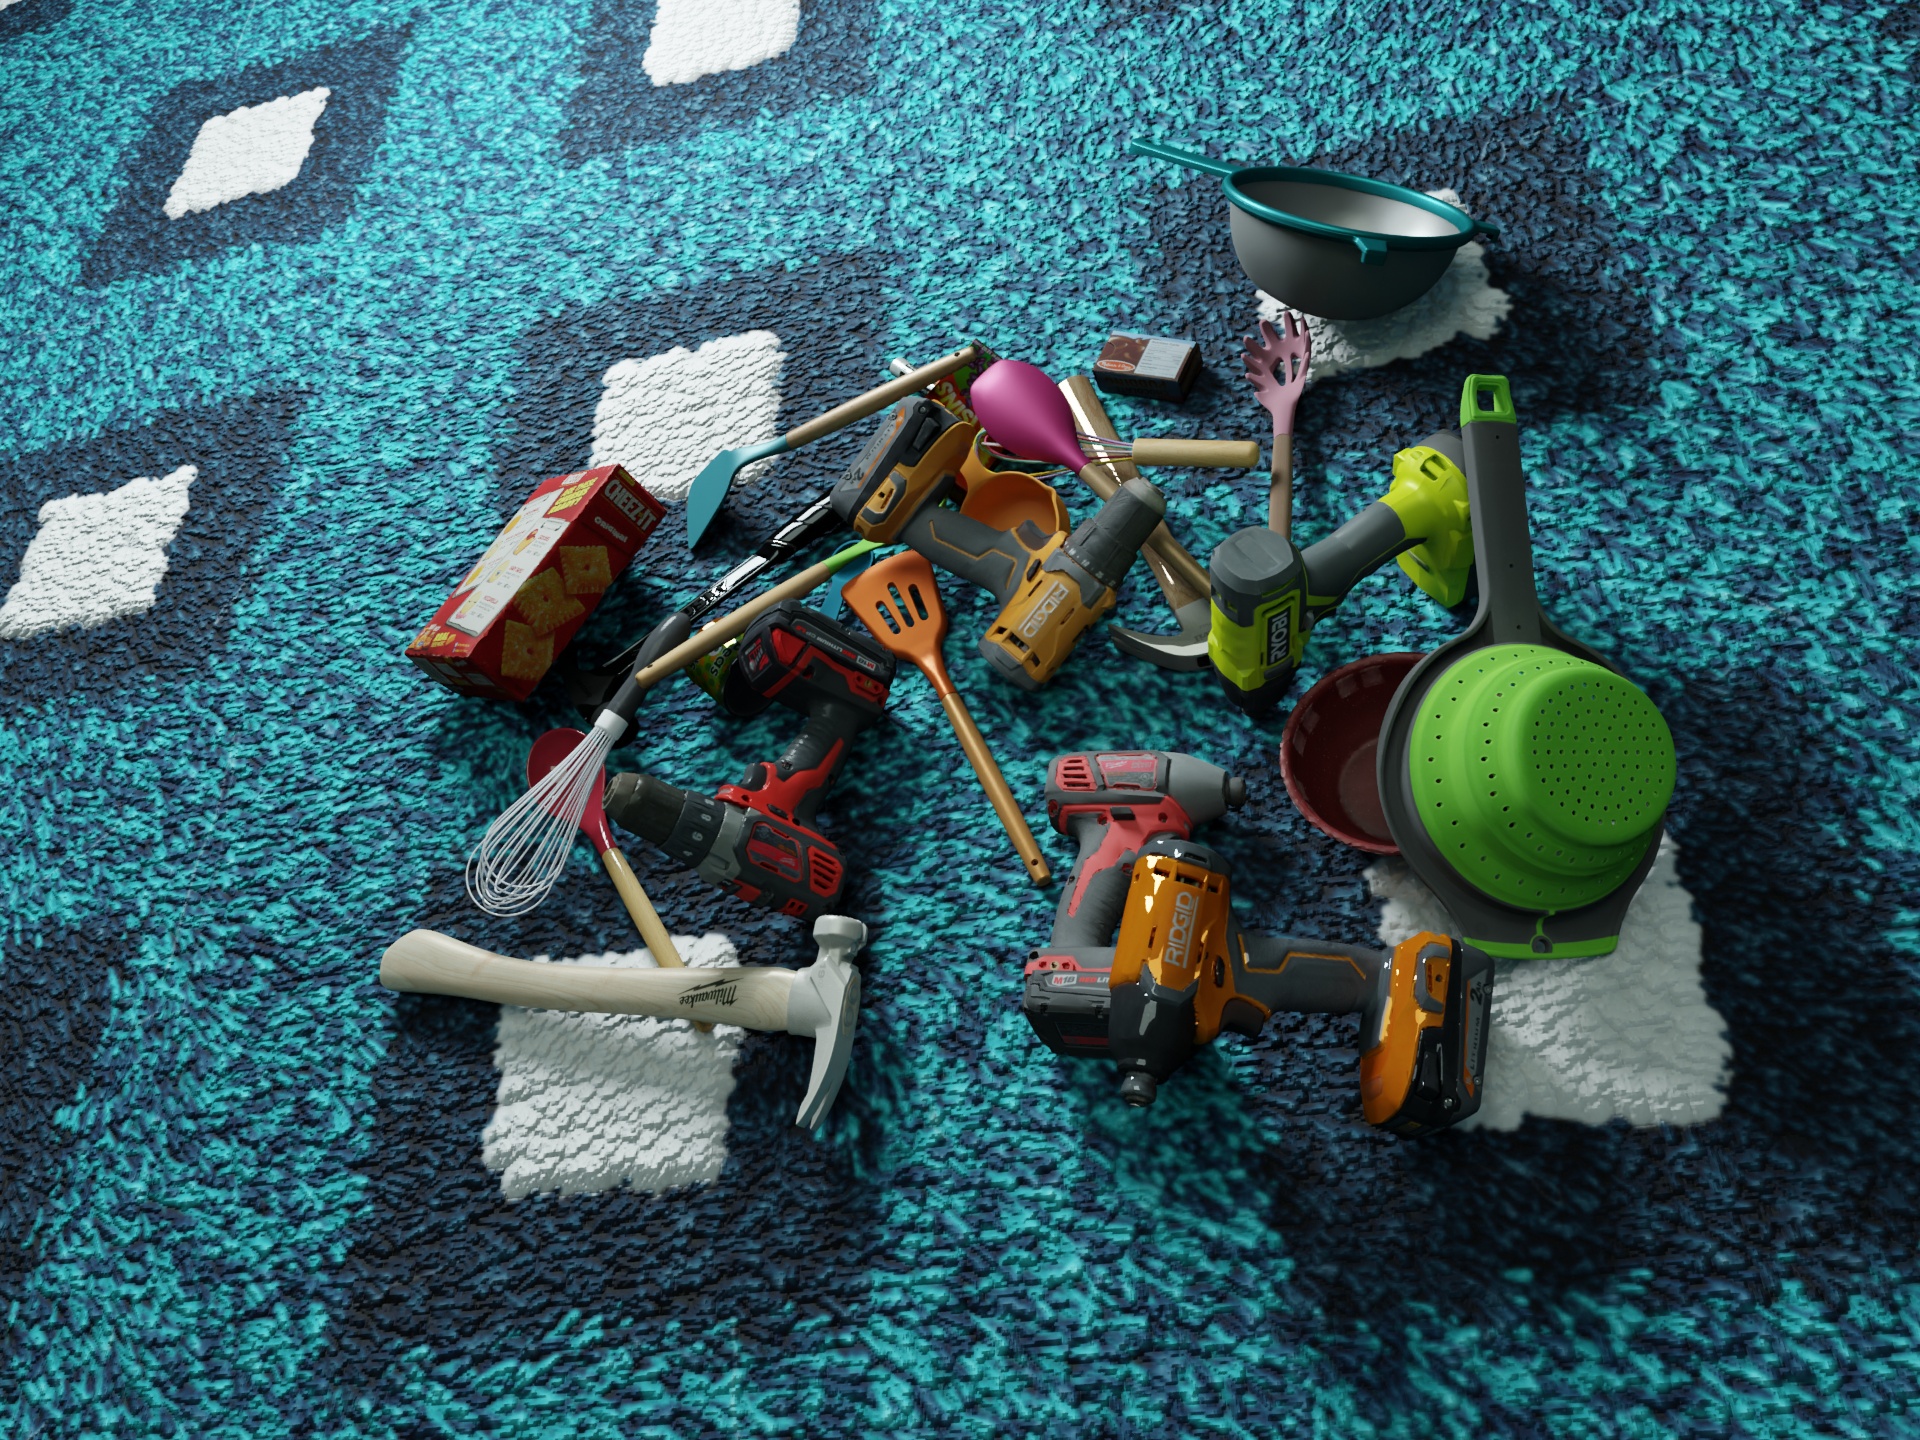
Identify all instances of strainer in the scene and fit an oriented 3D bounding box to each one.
[{"bbox_3d":[0.272,-0.421,1.376,0.211,0.095,0.341,-22,42,-39],"label":"strainer"}]

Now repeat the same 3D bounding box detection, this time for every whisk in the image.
[{"bbox_3d":[-0.295,0.031,1.267,0.070,0.070,0.285,22,72,29],"label":"whisk"},{"bbox_3d":[0.123,-0.225,1.304,0.245,0.051,0.047,5,55,22],"label":"whisk"}]

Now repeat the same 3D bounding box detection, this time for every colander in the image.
[{"bbox_3d":[0.373,-0.050,1.017,0.204,0.094,0.397,1,77,-11],"label":"colander"}]

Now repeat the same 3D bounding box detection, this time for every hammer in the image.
[{"bbox_3d":[-0.265,0.209,1.180,0.411,0.038,0.146,0,68,24],"label":"hammer"},{"bbox_3d":[0.144,-0.171,1.308,0.130,0.031,0.332,-24,53,2],"label":"hammer"},{"bbox_3d":[-0.175,-0.141,1.391,0.409,0.036,0.149,-38,49,-10],"label":"hammer"}]

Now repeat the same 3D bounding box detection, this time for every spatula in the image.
[{"bbox_3d":[-0.122,-0.251,1.401,0.317,0.044,0.082,-22,51,19],"label":"spatula"},{"bbox_3d":[-0.002,-0.004,1.241,0.081,0.041,0.323,-27,54,-1],"label":"spatula"}]

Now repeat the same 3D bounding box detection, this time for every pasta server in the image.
[{"bbox_3d":[0.255,-0.211,1.275,0.060,0.040,0.316,-14,47,29],"label":"pasta server"}]

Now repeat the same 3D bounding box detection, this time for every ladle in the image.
[{"bbox_3d":[-0.266,0.123,1.255,0.069,0.031,0.316,-40,56,4],"label":"ladle"}]

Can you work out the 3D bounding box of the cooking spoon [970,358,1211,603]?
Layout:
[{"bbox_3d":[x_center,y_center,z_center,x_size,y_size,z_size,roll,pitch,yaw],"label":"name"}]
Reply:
[{"bbox_3d":[0.116,-0.183,1.260,0.069,0.017,0.319,-42,66,1],"label":"cooking spoon"}]

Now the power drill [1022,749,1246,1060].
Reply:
[{"bbox_3d":[0.121,0.118,1.101,0.143,0.078,0.220,-1,55,17],"label":"power drill"}]

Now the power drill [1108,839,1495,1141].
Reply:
[{"bbox_3d":[0.200,0.181,0.975,0.226,0.084,0.164,18,62,-2],"label":"power drill"}]

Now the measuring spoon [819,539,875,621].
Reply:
[{"bbox_3d":[-0.105,-0.093,1.354,0.042,0.021,0.129,12,72,29],"label":"measuring spoon"}]

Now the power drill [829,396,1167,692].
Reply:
[{"bbox_3d":[0.033,-0.159,1.240,0.226,0.084,0.185,42,103,12],"label":"power drill"}]

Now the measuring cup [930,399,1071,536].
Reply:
[{"bbox_3d":[0.026,-0.191,1.314,0.095,0.052,0.174,-36,74,16],"label":"measuring cup"}]

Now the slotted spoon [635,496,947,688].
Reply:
[{"bbox_3d":[-0.132,-0.111,1.304,0.314,0.031,0.070,-34,28,-22],"label":"slotted spoon"}]

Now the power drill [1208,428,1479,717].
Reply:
[{"bbox_3d":[0.279,-0.100,1.143,0.223,0.171,0.080,-29,53,-12],"label":"power drill"}]

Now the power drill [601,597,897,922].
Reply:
[{"bbox_3d":[-0.153,0.022,1.199,0.080,0.187,0.227,-34,35,53],"label":"power drill"}]
